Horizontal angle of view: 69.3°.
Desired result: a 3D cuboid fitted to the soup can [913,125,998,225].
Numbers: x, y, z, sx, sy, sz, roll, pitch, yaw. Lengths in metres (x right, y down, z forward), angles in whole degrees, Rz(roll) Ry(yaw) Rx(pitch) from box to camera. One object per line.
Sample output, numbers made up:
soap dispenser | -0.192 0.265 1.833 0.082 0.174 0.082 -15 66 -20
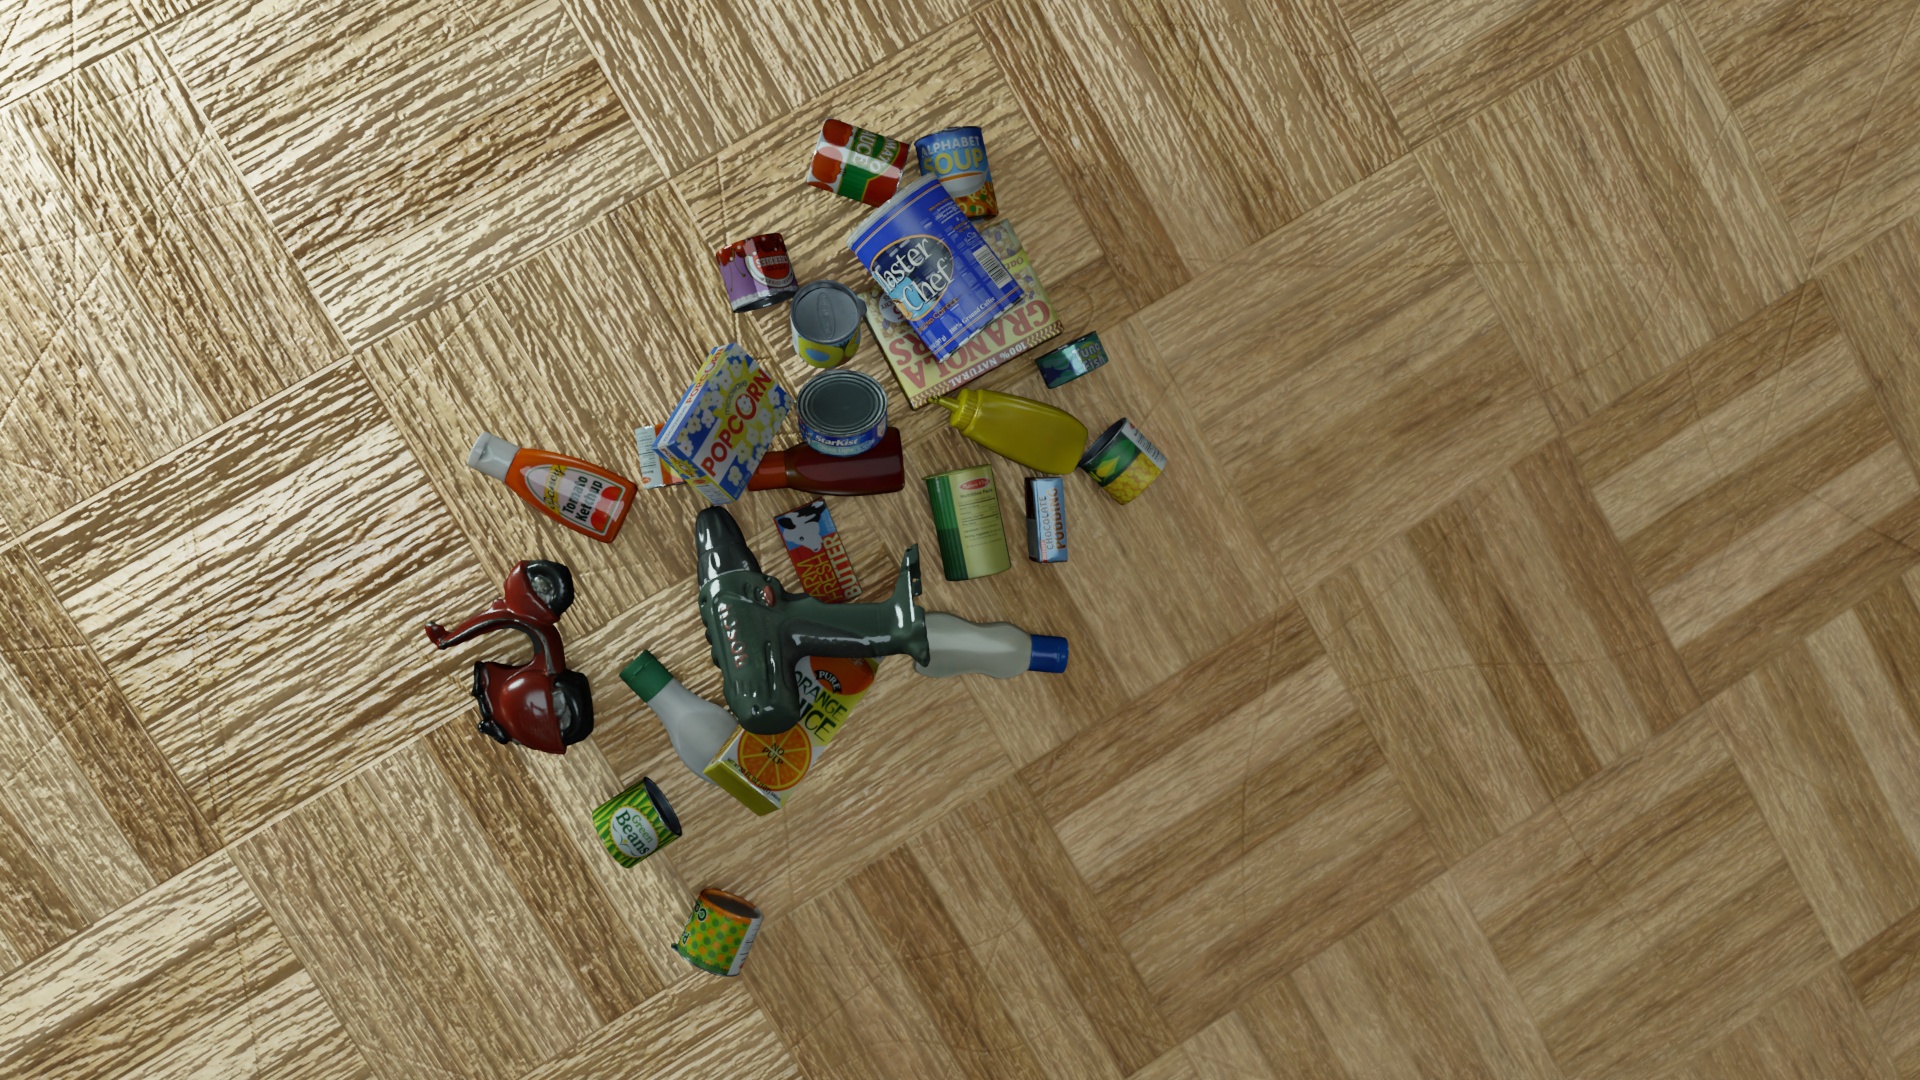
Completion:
soup can | -0.003 -0.343 1.318 0.071 0.071 0.083 -13 94 -7

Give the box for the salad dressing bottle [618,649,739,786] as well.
salad dressing bottle | -0.259 0.167 1.317 0.064 0.044 0.147 -44 96 -8

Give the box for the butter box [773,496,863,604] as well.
butter box | -0.137 0.015 1.337 0.053 0.024 0.103 -23 95 -5

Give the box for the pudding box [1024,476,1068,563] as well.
pudding box | 0.083 -0.021 1.353 0.030 0.049 0.083 -5 93 -9

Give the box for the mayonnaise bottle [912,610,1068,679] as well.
mayonnaise bottle | 0.030 0.106 1.356 0.148 0.041 0.064 6 93 -9

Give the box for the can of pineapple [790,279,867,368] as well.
can of pineapple | -0.124 -0.202 1.304 0.071 0.057 0.071 1 72 -4

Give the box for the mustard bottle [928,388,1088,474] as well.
mustard bottle | 0.042 -0.113 1.333 0.160 0.049 0.065 19 98 -19

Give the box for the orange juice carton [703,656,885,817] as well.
orange juice carton | -0.149 0.158 1.299 0.072 0.072 0.193 40 63 -7

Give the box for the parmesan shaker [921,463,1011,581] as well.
parmesan shaker | 0.005 -0.017 1.334 0.071 0.071 0.103 -12 95 -7

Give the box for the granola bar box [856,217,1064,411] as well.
granola bar box | -0.002 -0.216 1.339 0.166 0.039 0.124 -28 95 -6

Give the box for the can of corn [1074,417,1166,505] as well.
can of corn | 0.157 -0.075 1.354 0.058 0.071 0.071 43 87 -8

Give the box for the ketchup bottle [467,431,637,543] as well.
ketchup bottle | -0.380 -0.054 1.291 0.149 0.043 0.064 25 89 -8

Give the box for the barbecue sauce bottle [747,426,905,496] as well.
barbecue sauce bottle | -0.129 -0.072 1.325 0.149 0.043 0.065 -6 81 -7

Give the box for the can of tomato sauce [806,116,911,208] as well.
can of tomato sauce | -0.095 -0.355 1.305 0.083 0.071 0.071 17 90 -8

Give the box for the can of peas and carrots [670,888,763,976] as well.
can of peas and carrots | -0.230 0.370 1.317 0.071 0.071 0.058 24 88 -8

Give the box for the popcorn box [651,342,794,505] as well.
popcorn box | -0.216 -0.107 1.272 0.085 0.038 0.127 46 54 -32

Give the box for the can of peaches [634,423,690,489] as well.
can of peaches | -0.264 -0.081 1.296 0.071 0.071 0.058 -10 93 -7

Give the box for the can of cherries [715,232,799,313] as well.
can of cherries | -0.188 -0.250 1.296 0.071 0.071 0.058 -17 94 -7

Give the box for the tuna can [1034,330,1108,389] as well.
tuna can | 0.109 -0.175 1.341 0.071 0.071 0.033 -27 97 -6

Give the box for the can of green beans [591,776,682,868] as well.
can of green beans | -0.303 0.265 1.302 0.058 0.071 0.071 -32 96 -5
